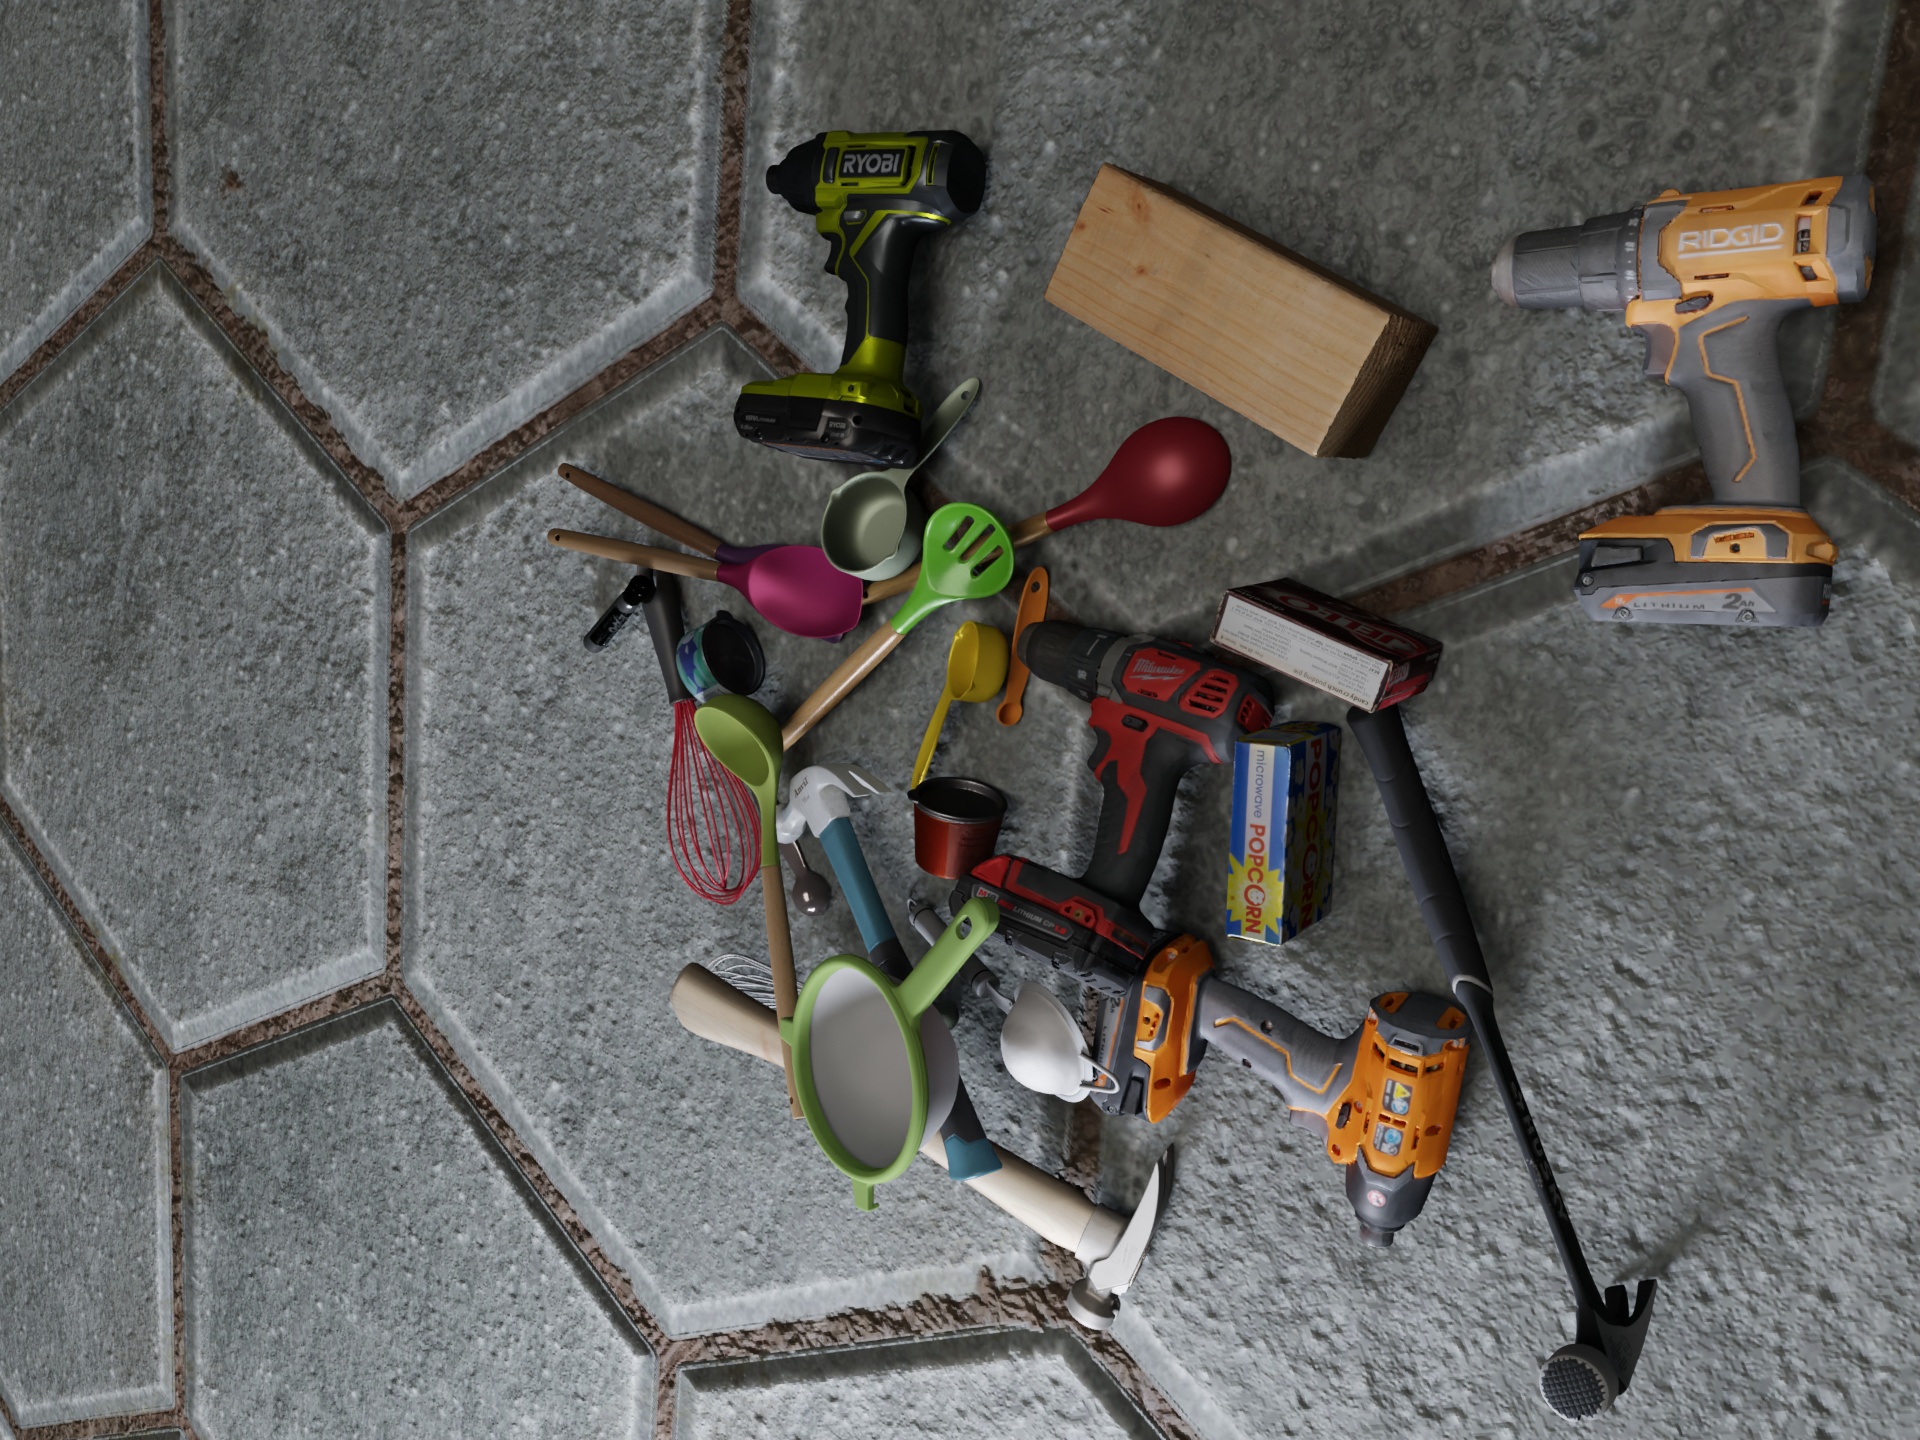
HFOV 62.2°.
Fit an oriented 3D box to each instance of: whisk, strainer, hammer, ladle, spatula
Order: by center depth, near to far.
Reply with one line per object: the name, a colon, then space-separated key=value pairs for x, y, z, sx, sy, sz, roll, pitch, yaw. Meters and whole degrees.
hammer: x=0.308 y=0.175 z=0.926 sx=0.036 sy=0.149 sz=0.409 roll=-25 pitch=74 yaw=33
strainer: x=-0.023 y=0.194 z=1.040 sx=0.256 sy=0.069 sz=0.152 roll=-55 pitch=52 yaw=36
ladle: x=0.043 y=-0.131 z=1.100 sx=0.315 sy=0.031 sz=0.069 roll=-18 pitch=88 yaw=36
strainer: x=0.020 y=0.190 z=1.107 sx=0.259 sy=0.050 sz=0.086 roll=39 pitch=140 yaw=52
hammer: x=-0.051 y=0.177 z=1.151 sx=0.128 sy=0.033 sz=0.331 roll=-48 pitch=58 yaw=43
hammer: x=-0.041 y=0.282 z=1.179 sx=0.411 sy=0.038 sz=0.146 roll=27 pitch=110 yaw=19
ladle: x=-0.150 y=0.136 z=1.190 sx=0.078 sy=0.062 sz=0.320 roll=-23 pitch=73 yaw=56
whisk: x=-0.110 y=0.219 z=1.244 sx=0.246 sy=0.057 sz=0.059 roll=1 pitch=70 yaw=29
spatula: x=-0.209 y=-0.146 z=1.269 sx=0.316 sy=0.018 sz=0.059 roll=28 pitch=111 yaw=26
whisk: x=-0.217 y=0.004 z=1.278 sx=0.073 sy=0.073 sz=0.296 roll=-21 pitch=79 yaw=34

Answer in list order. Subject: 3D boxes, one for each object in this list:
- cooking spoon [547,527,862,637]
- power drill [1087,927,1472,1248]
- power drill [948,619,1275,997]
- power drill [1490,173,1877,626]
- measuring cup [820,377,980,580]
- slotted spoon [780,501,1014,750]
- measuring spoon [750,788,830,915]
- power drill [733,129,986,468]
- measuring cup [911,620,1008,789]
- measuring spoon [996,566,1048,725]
cooking spoon: x=-0.207 y=-0.121 z=1.251 sx=0.319 sy=0.017 sz=0.068 roll=14 pitch=104 yaw=29
power drill: x=0.200 y=0.234 z=1.019 sx=0.226 sy=0.084 sz=0.164 roll=14 pitch=107 yaw=28
power drill: x=0.080 y=0.044 z=1.034 sx=0.188 sy=0.080 sz=0.227 roll=22 pitch=81 yaw=37
power drill: x=0.373 y=-0.165 z=0.842 sx=0.185 sy=0.084 sz=0.226 roll=5 pitch=95 yaw=34
measuring cup: x=-0.032 y=-0.172 z=1.142 sx=0.167 sy=0.038 sz=0.083 roll=-51 pitch=57 yaw=10
slotted spoon: x=-0.061 y=-0.057 z=1.163 sx=0.070 sy=0.031 sz=0.313 roll=46 pitch=128 yaw=-2
measuring spoon: x=-0.142 y=0.100 z=1.262 sx=0.034 sy=0.018 sz=0.124 roll=-36 pitch=77 yaw=33
power drill: x=-0.081 y=-0.297 z=1.115 sx=0.171 sy=0.080 sz=0.223 roll=12 pitch=92 yaw=32
measuring cup: x=-0.002 y=-0.004 z=1.147 sx=0.062 sy=0.029 sz=0.156 roll=-104 pitch=29 yaw=-47
measuring spoon: x=0.043 y=-0.052 z=1.117 sx=0.011 sy=0.021 sz=0.117 roll=37 pitch=120 yaw=57
